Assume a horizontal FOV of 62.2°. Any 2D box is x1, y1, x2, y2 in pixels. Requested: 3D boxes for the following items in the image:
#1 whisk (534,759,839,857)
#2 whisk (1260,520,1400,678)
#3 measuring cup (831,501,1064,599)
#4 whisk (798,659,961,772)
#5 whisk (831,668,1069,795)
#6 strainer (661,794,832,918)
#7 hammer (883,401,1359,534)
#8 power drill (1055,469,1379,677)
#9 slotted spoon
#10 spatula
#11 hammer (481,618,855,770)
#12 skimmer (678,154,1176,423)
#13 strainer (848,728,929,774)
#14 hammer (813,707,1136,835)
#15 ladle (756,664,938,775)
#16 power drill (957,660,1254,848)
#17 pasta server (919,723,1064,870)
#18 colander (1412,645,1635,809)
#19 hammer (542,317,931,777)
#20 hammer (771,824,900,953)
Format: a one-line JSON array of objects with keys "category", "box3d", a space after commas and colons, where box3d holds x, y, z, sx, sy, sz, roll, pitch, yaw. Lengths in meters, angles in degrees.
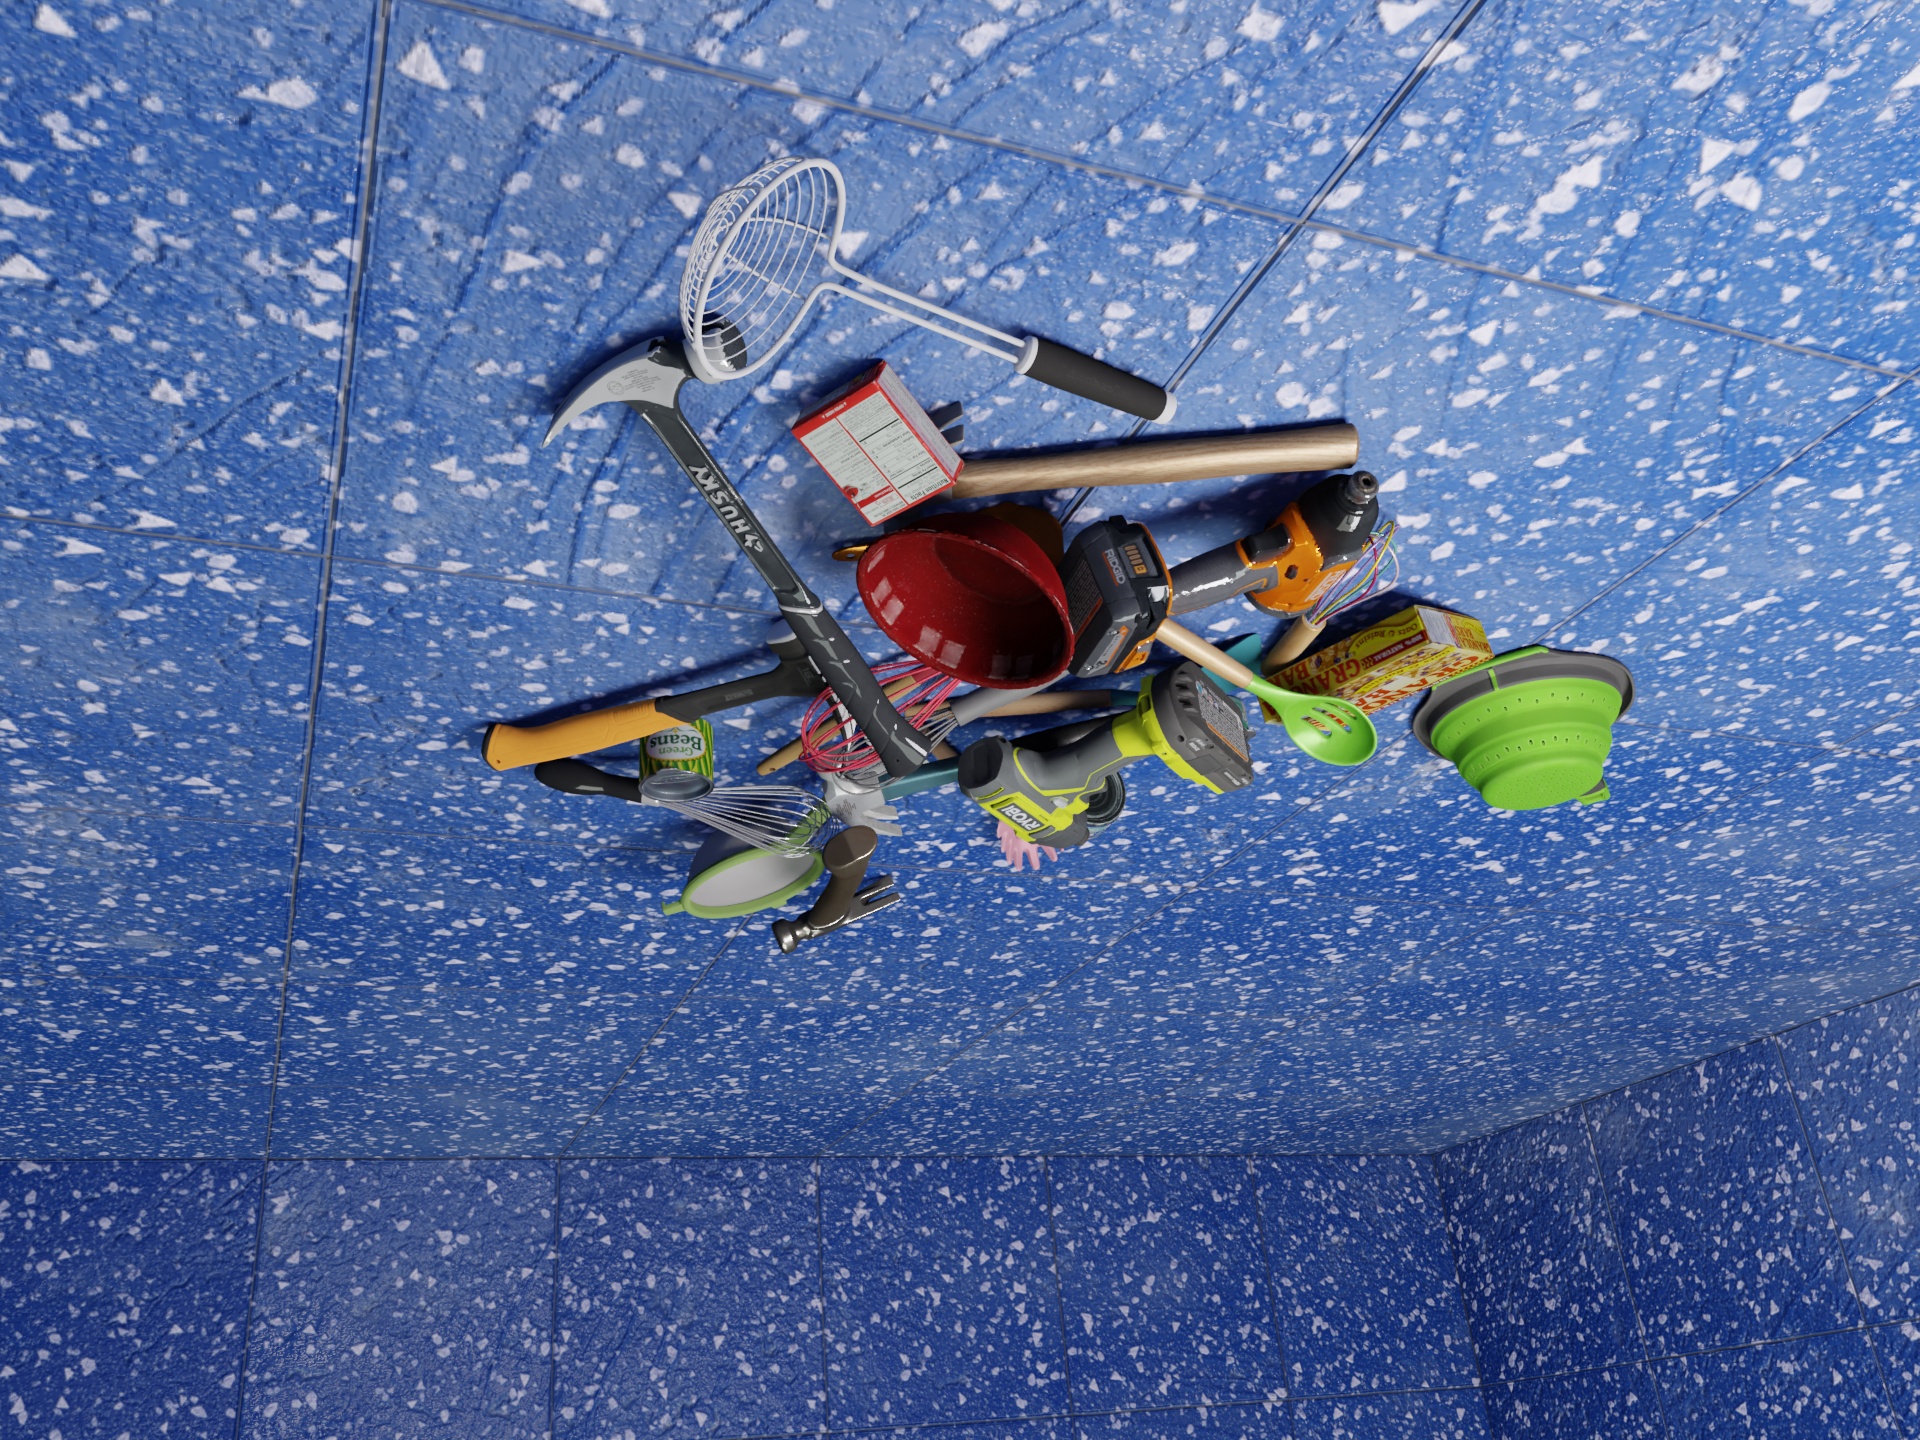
[{"category": "whisk", "box3d": [-0.251, 0.073, 1.461, 0.284, 0.070, 0.070, 12, 152, -1]}, {"category": "whisk", "box3d": [0.293, -0.090, 1.288, 0.051, 0.047, 0.244, 0, 157, -12]}, {"category": "measuring cup", "box3d": [-0.007, -0.111, 1.175, 0.173, 0.052, 0.095, -5, 154, -4]}, {"category": "whisk", "box3d": [-0.004, -0.042, 1.239, 0.296, 0.073, 0.073, -29, 148, 12]}, {"category": "whisk", "box3d": [-0.002, -0.003, 1.351, 0.239, 0.055, 0.055, -27, 151, 4]}, {"category": "strainer", "box3d": [-0.187, 0.109, 1.578, 0.151, 0.069, 0.256, 2, 145, -42]}, {"category": "hammer", "box3d": [0.107, -0.176, 1.091, 0.331, 0.031, 0.130, -5, 154, -1]}, {"category": "power drill", "box3d": [0.185, -0.112, 1.127, 0.226, 0.084, 0.164, -16, 162, -19]}, {"category": "slotted spoon", "box3d": [0.215, -0.046, 1.291, 0.313, 0.031, 0.070, 28, 137, -22]}, {"category": "spatula", "box3d": [0.107, -0.027, 1.403, 0.317, 0.044, 0.082, -4, 154, 8]}, {"category": "hammer", "box3d": [-0.256, 0.001, 1.345, 0.337, 0.034, 0.127, -12, 130, 20]}, {"category": "skimmer", "box3d": [0.002, -0.218, 0.920, 0.363, 0.090, 0.127, 12, 117, -35]}, {"category": "strainer", "box3d": [-0.079, 0.019, 1.443, 0.087, 0.050, 0.258, -1, 151, 8]}, {"category": "hammer", "box3d": [0.039, 0.032, 1.442, 0.331, 0.033, 0.128, -14, 144, -2]}, {"category": "ladle", "box3d": [-0.055, -0.024, 1.334, 0.315, 0.031, 0.069, -29, 138, 28]}, {"category": "power drill", "box3d": [0.133, 0.043, 1.388, 0.223, 0.080, 0.171, -23, 142, 27]}, {"category": "pasta server", "box3d": [0.026, 0.076, 1.578, 0.060, 0.040, 0.315, -26, 148, 12]}, {"category": "colander", "box3d": [0.585, 0.050, 1.564, 0.204, 0.095, 0.396, -21, 150, 28]}, {"category": "hammer", "box3d": [-0.125, -0.091, 1.093, 0.149, 0.036, 0.408, -12, 136, 21]}, {"category": "hammer", "box3d": [-0.110, 0.161, 1.594, 0.146, 0.038, 0.410, -23, 168, -15]}]
